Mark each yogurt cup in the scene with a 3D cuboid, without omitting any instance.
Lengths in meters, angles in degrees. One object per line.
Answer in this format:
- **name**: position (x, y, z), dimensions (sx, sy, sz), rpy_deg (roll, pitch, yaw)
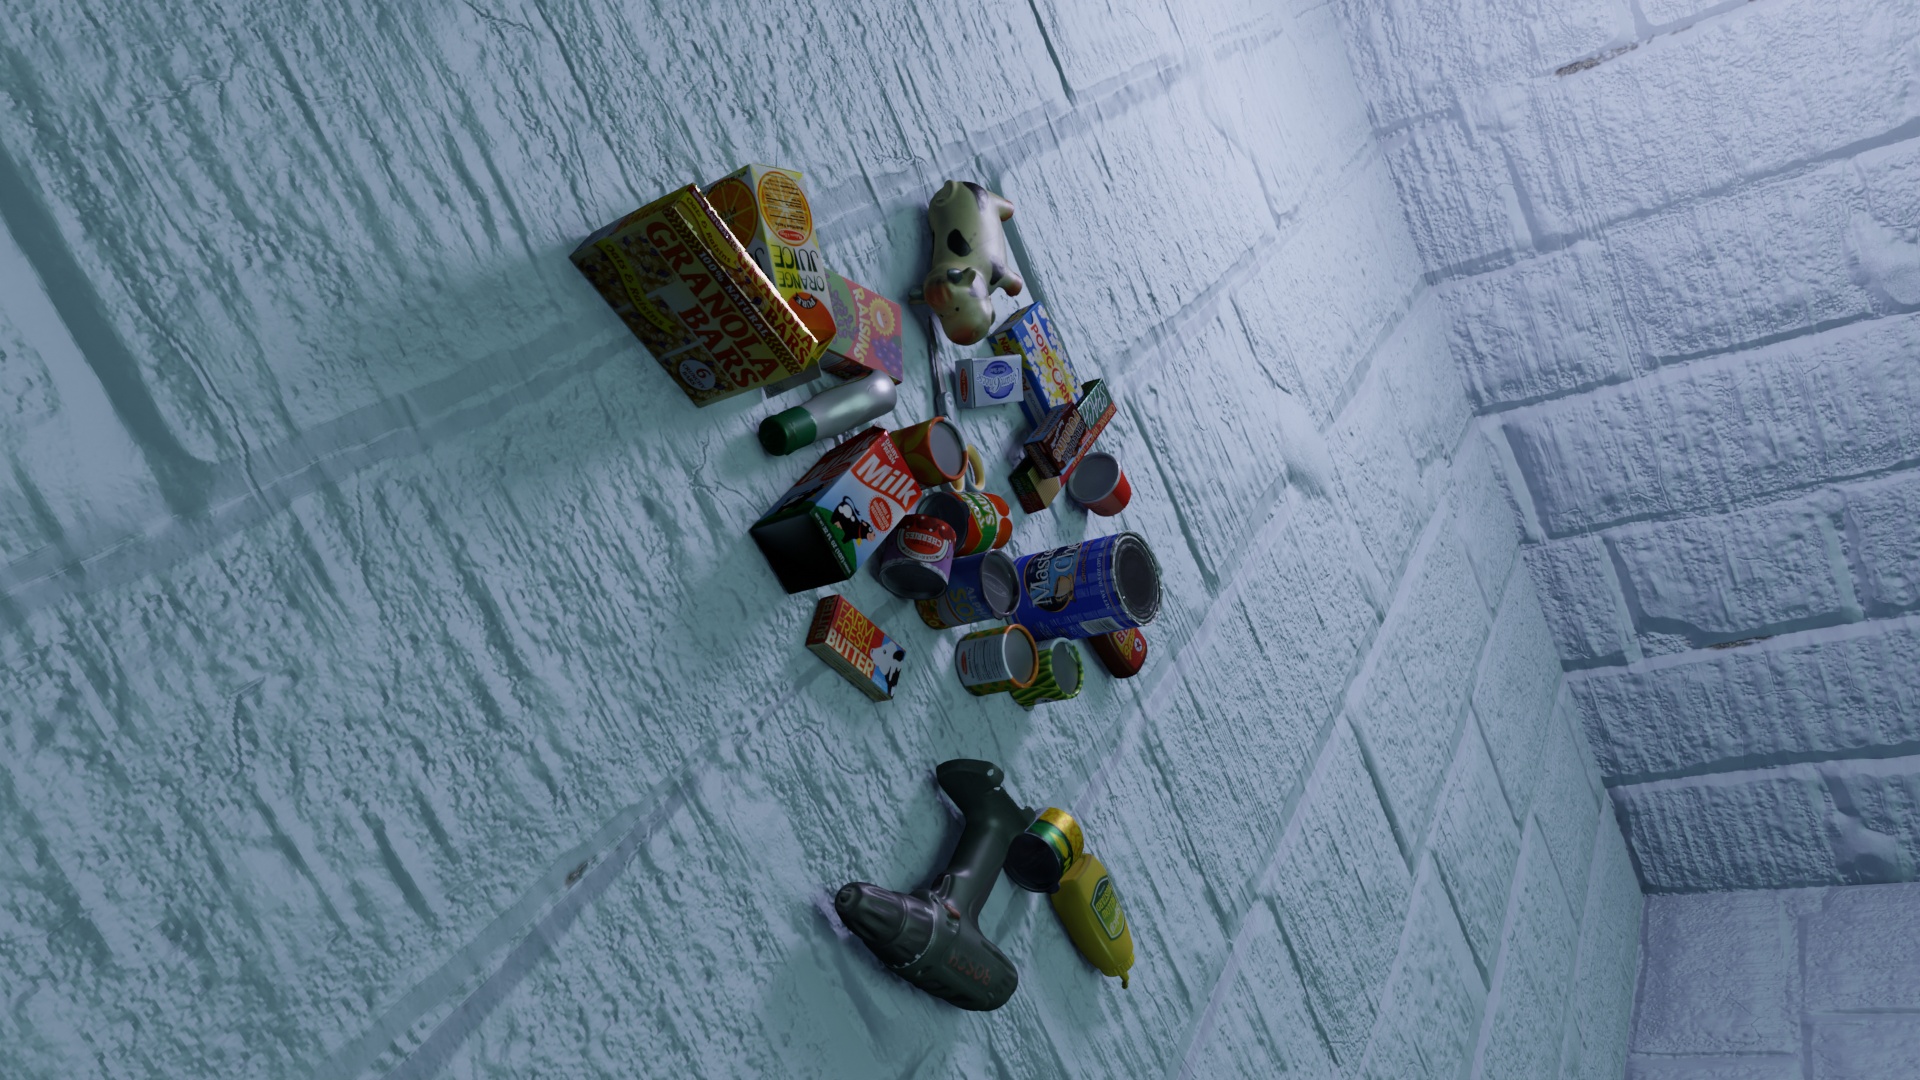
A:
- **yogurt cup**: position (0.167, -0.063, 1.643), dimensions (0.054, 0.072, 0.073), rpy_deg (43, 45, -49)

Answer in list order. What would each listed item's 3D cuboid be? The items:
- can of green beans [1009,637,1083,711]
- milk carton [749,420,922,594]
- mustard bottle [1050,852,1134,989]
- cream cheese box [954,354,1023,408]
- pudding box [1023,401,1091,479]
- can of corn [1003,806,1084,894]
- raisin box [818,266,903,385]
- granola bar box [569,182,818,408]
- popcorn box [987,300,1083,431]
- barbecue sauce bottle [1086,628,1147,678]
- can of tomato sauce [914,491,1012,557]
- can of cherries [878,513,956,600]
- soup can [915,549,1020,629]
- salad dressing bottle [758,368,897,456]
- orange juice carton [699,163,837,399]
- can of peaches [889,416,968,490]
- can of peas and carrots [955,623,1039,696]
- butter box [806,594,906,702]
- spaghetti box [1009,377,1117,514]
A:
- **can of green beans**: position (0.089, 0.138, 1.461), dimensions (0.071, 0.057, 0.071), rpy_deg (24, 59, -48)
- **milk carton**: position (-0.100, -0.037, 1.252), dimensions (0.072, 0.073, 0.191), rpy_deg (62, 37, -18)
- **mustard bottle**: position (0.146, 0.404, 1.450), dimensions (0.066, 0.048, 0.160), rpy_deg (-46, 115, -49)
- **cream cheese box**: position (0.033, -0.175, 1.521), dimensions (0.104, 0.024, 0.053), rpy_deg (-16, 105, -55)
- **pudding box**: position (0.109, -0.111, 1.548), dimensions (0.049, 0.030, 0.084), rpy_deg (58, 45, -21)
- **can of corn**: position (0.084, 0.309, 1.383), dimensions (0.058, 0.071, 0.071), rpy_deg (-31, 103, -55)
- **raisin box**: position (-0.109, -0.201, 1.330), dimensions (0.123, 0.040, 0.086), rpy_deg (18, 63, -49)
- **granola bar box**: position (-0.211, -0.192, 1.111), dimensions (0.165, 0.124, 0.039), rpy_deg (52, 42, -30)
- **popcorn box**: position (0.089, -0.201, 1.605), dimensions (0.126, 0.038, 0.085), rpy_deg (62, 38, -18)
- **barbecue sauce bottle**: position (0.161, 0.089, 1.594), dimensions (0.148, 0.043, 0.065), rpy_deg (54, 40, -27)
- **can of tomato sauce**: position (0.005, -0.017, 1.393), dimensions (0.083, 0.071, 0.071), rpy_deg (-2, 79, -55)
- **can of cherries**: position (-0.040, 0.015, 1.319), dimensions (0.071, 0.071, 0.059), rpy_deg (41, 47, -39)
- **soup can**: position (0.006, 0.051, 1.356), dimensions (0.071, 0.083, 0.071), rpy_deg (24, 59, -48)
- **salad dressing bottle**: position (-0.120, -0.116, 1.268), dimensions (0.148, 0.064, 0.044), rpy_deg (-31, 95, -47)
- **orange juice carton**: position (-0.168, -0.227, 1.229), dimensions (0.073, 0.071, 0.192), rpy_deg (-8, 84, -55)
- **can of peaches**: position (-0.035, -0.083, 1.373), dimensions (0.071, 0.058, 0.071), rpy_deg (25, 58, -48)
- **can of peas and carrots**: position (0.039, 0.120, 1.399), dimensions (0.071, 0.058, 0.071), rpy_deg (24, 60, -49)
- **butter box**: position (-0.093, 0.098, 1.254), dimensions (0.103, 0.024, 0.053), rpy_deg (45, 46, -36)
- **spaghetti box**: position (0.124, -0.116, 1.632), dimensions (0.050, 0.028, 0.251), rpy_deg (62, 37, -19)
